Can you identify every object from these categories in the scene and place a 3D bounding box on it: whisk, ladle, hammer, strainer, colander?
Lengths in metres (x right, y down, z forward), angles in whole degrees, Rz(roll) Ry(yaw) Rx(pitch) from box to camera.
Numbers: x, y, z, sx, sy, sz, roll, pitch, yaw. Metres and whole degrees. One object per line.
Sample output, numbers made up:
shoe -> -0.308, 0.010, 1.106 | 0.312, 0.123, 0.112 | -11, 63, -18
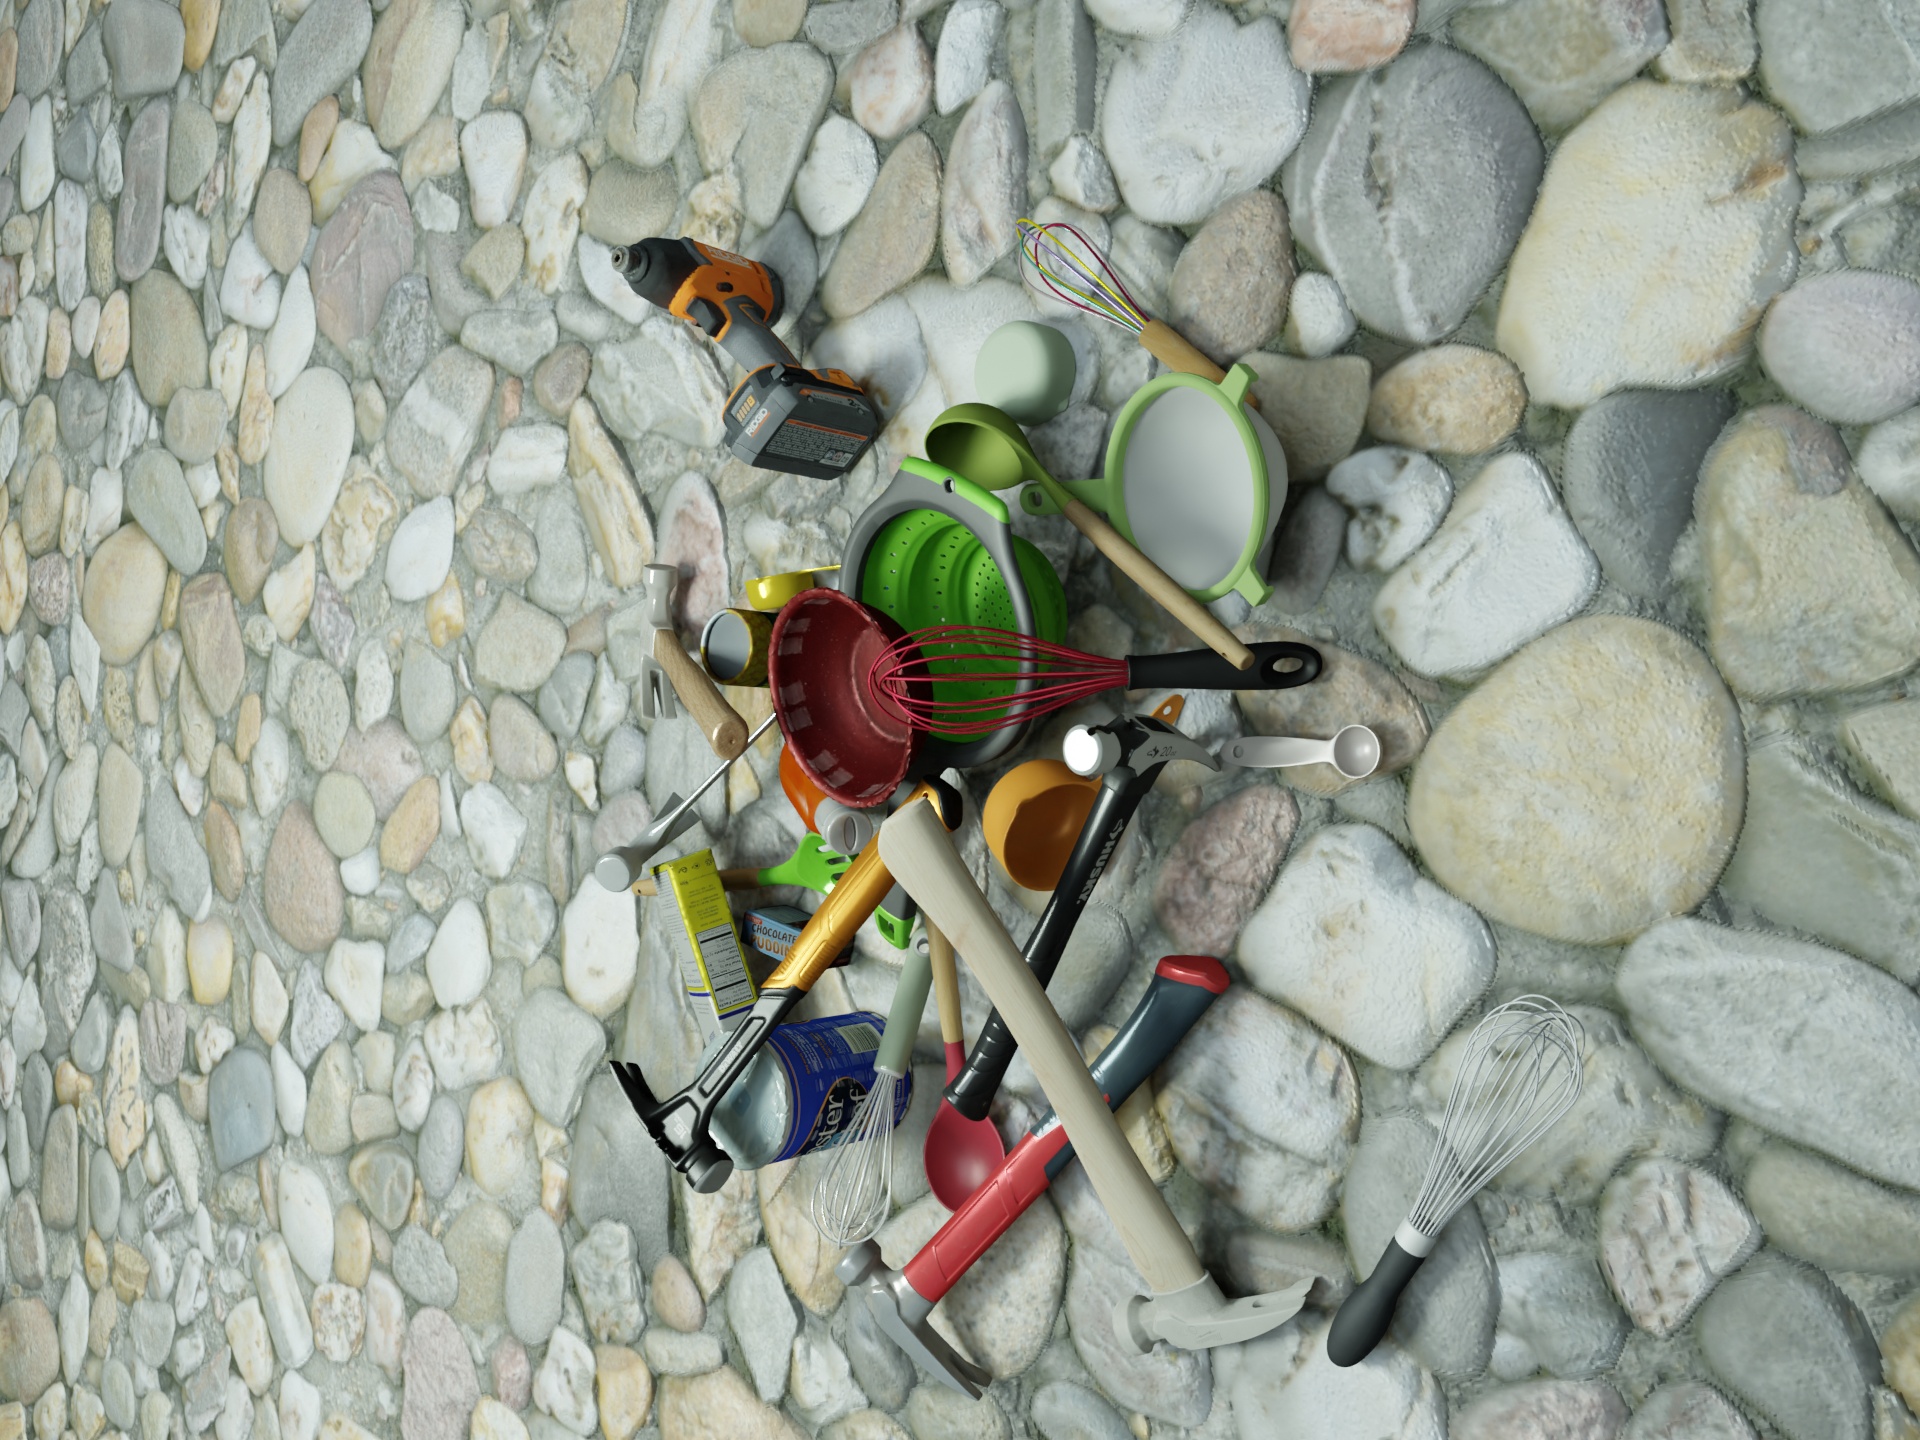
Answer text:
whisk -> 0.289, 0.285, 0.952 | 0.070, 0.070, 0.284 | 38, 116, 34
whisk -> 0.088, -0.031, 1.028 | 0.296, 0.073, 0.073 | -3, 85, -3
ladle -> -0.010, 0.212, 1.179 | 0.069, 0.031, 0.315 | -4, 98, 25
hammer -> -0.224, -0.032, 1.306 | 0.332, 0.031, 0.130 | -139, 53, -63
hammer -> -0.118, 0.172, 1.146 | 0.127, 0.034, 0.337 | 42, 96, 32
ladle -> 0.082, -0.123, 1.080 | 0.062, 0.078, 0.320 | -37, 53, -7
strainer -> 0.139, -0.159, 1.097 | 0.256, 0.069, 0.151 | 8, 107, 56
hammer -> 0.068, 0.142, 1.093 | 0.035, 0.146, 0.334 | 39, 117, 34
hammer -> -0.141, -0.015, 1.292 | 0.035, 0.144, 0.405 | 45, 110, -4
whisk -> -0.056, 0.272, 1.194 | 0.058, 0.059, 0.246 | 14, 70, 7
whisk -> 0.121, -0.286, 1.126 | 0.245, 0.051, 0.047 | 46, 143, 26
hammer -> 0.070, 0.319, 1.128 | 0.143, 0.038, 0.386 | 42, 110, 9
hammer -> 0.074, 0.230, 1.039 | 0.146, 0.038, 0.410 | -27, 95, 34
colander -> -0.002, -0.004, 1.192 | 0.205, 0.094, 0.396 | 33, 126, 36

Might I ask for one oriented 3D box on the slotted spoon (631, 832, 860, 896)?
slotted spoon -> -0.185, 0.133, 1.354 | 0.314, 0.031, 0.070 | -10, 111, 43

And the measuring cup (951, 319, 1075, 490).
measuring cup -> 0.019, -0.227, 1.201 | 0.167, 0.038, 0.083 | -52, 59, 23

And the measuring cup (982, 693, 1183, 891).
measuring cup -> 0.087, 0.039, 1.123 | 0.173, 0.095, 0.052 | -49, 36, 2

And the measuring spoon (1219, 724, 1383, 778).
measuring spoon -> 0.224, 0.020, 1.044 | 0.124, 0.018, 0.034 | -1, 88, 46

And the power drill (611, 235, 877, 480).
power drill -> -0.182, -0.304, 1.291 | 0.084, 0.164, 0.227 | -47, 63, 27

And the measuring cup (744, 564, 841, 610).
measuring cup -> -0.106, -0.112, 1.299 | 0.156, 0.062, 0.029 | -5, 97, 28
